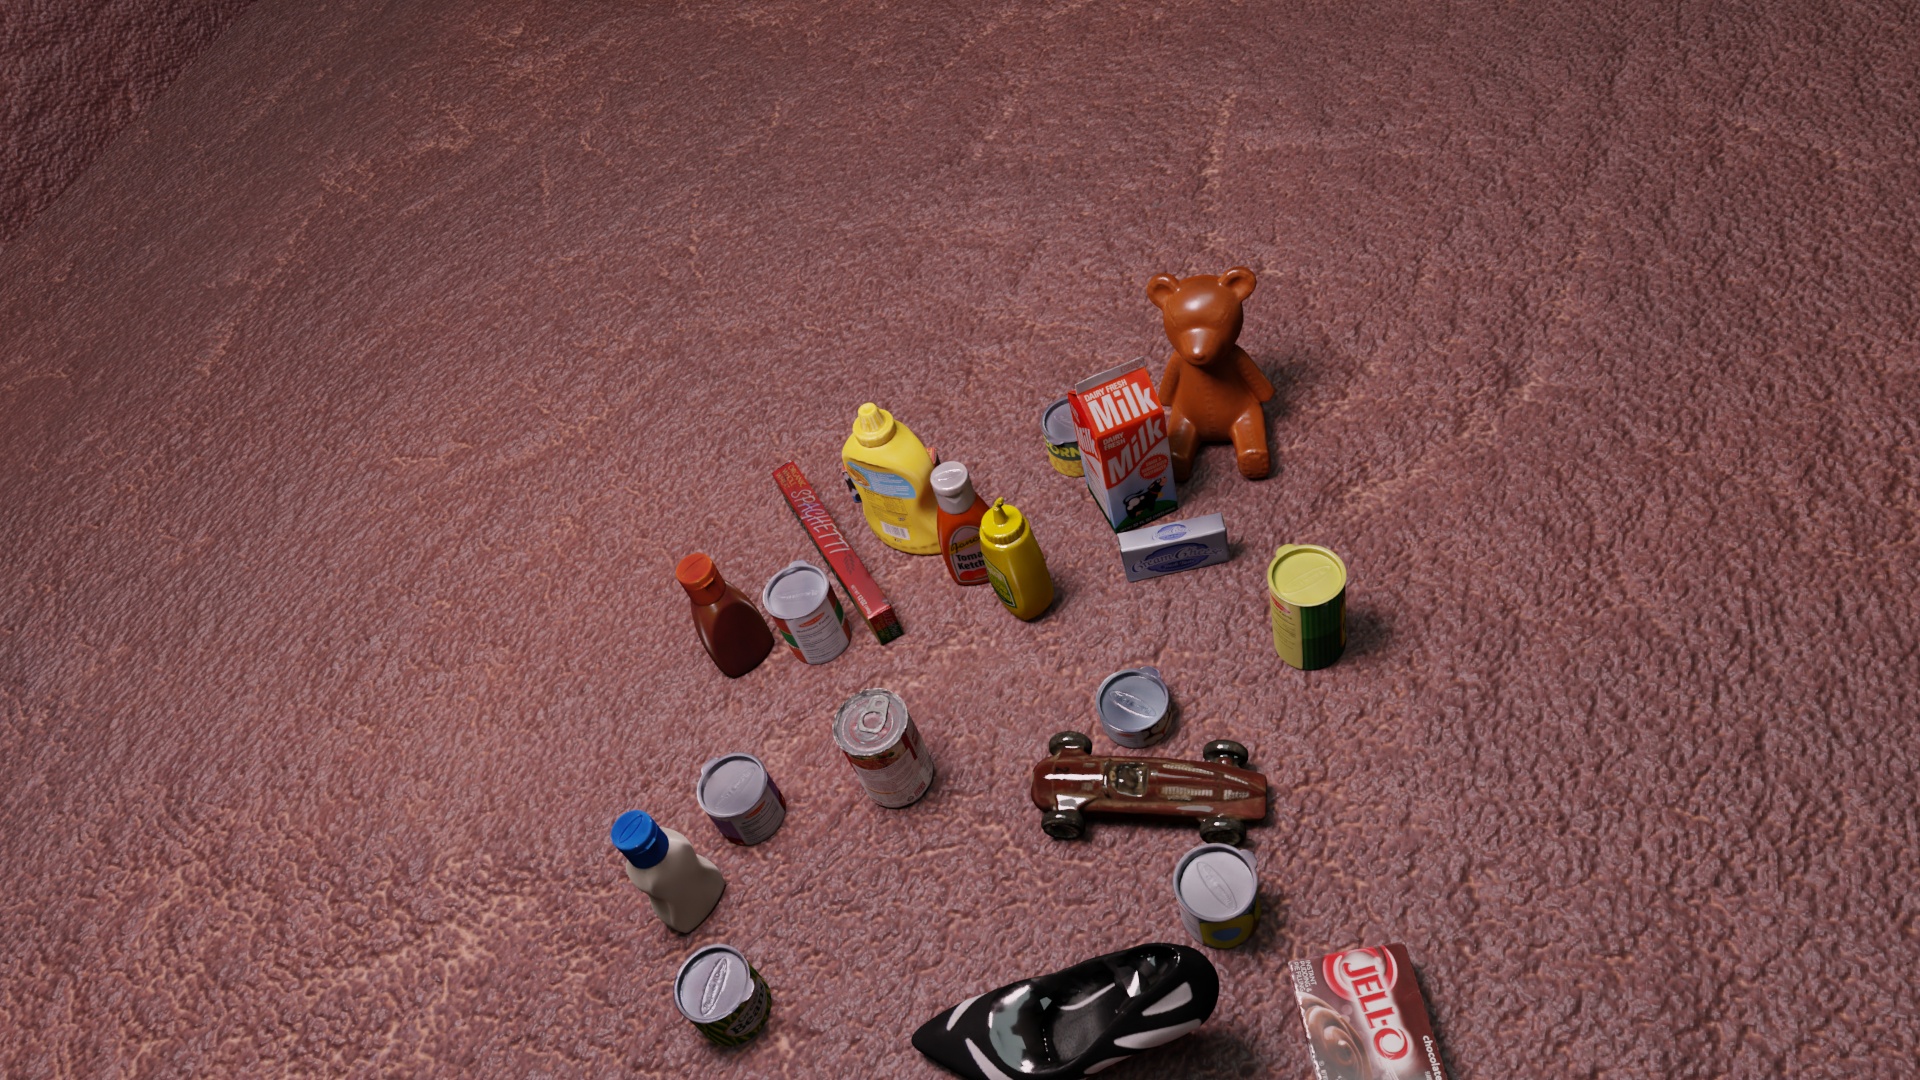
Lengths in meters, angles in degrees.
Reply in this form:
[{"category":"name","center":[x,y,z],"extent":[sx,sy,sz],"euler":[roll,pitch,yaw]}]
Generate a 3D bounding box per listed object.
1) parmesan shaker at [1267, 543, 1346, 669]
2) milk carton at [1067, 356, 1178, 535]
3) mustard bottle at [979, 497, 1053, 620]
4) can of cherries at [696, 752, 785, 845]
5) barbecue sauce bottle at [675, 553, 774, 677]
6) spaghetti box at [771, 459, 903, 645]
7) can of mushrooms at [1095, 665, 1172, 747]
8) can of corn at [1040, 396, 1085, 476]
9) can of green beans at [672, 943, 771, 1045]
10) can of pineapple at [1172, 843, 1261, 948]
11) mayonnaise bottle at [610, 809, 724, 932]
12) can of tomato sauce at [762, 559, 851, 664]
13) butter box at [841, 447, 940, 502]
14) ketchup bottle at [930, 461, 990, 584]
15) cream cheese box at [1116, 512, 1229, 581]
[{"category":"parmesan shaker","center":[0.309,0.059,1.238],"extent":[0.071,0.102,0.072],"euler":[-8,50,10]},{"category":"milk carton","center":[0.157,-0.099,1.352],"extent":[0.072,0.189,0.074],"euler":[-24,49,-3]},{"category":"mustard bottle","center":[0.047,0.011,1.314],"extent":[0.049,0.159,0.065],"euler":[-36,51,-13]},{"category":"can of cherries","center":[-0.201,0.235,1.270],"extent":[0.071,0.058,0.072],"euler":[-8,50,10]},{"category":"barbecue sauce bottle","center":[-0.233,0.070,1.354],"extent":[0.065,0.147,0.044],"euler":[-42,53,-18]},{"category":"spaghetti box","center":[-0.131,0.008,1.440],"extent":[0.029,0.050,0.251],"euler":[-30,50,-9]},{"category":"can of mushrooms","center":[0.158,0.150,1.252],"extent":[0.071,0.033,0.071],"euler":[-8,50,10]},{"category":"can of corn","center":[0.120,-0.107,1.456],"extent":[0.071,0.058,0.071],"euler":[-8,50,10]},{"category":"can of green beans","center":[-0.197,0.378,1.153],"extent":[0.071,0.057,0.071],"euler":[-8,50,10]},{"category":"can of pineapple","center":[0.208,0.285,1.113],"extent":[0.071,0.057,0.071],"euler":[-8,50,10]},{"category":"mayonnaise bottle","center":[-0.253,0.280,1.190],"extent":[0.041,0.147,0.065],"euler":[22,61,30]},{"category":"can of tomato sauce","center":[-0.150,0.072,1.372],"extent":[0.071,0.082,0.071],"euler":[-8,50,10]},{"category":"butter box","center":[-0.070,-0.070,1.484],"extent":[0.103,0.053,0.024],"euler":[-5,51,12]},{"category":"ketchup bottle","center":[0.005,-0.017,1.356],"extent":[0.065,0.148,0.044],"euler":[-15,50,4]},{"category":"cream cheese box","center":[0.206,0.007,1.342],"extent":[0.104,0.053,0.024],"euler":[-12,50,7]}]
